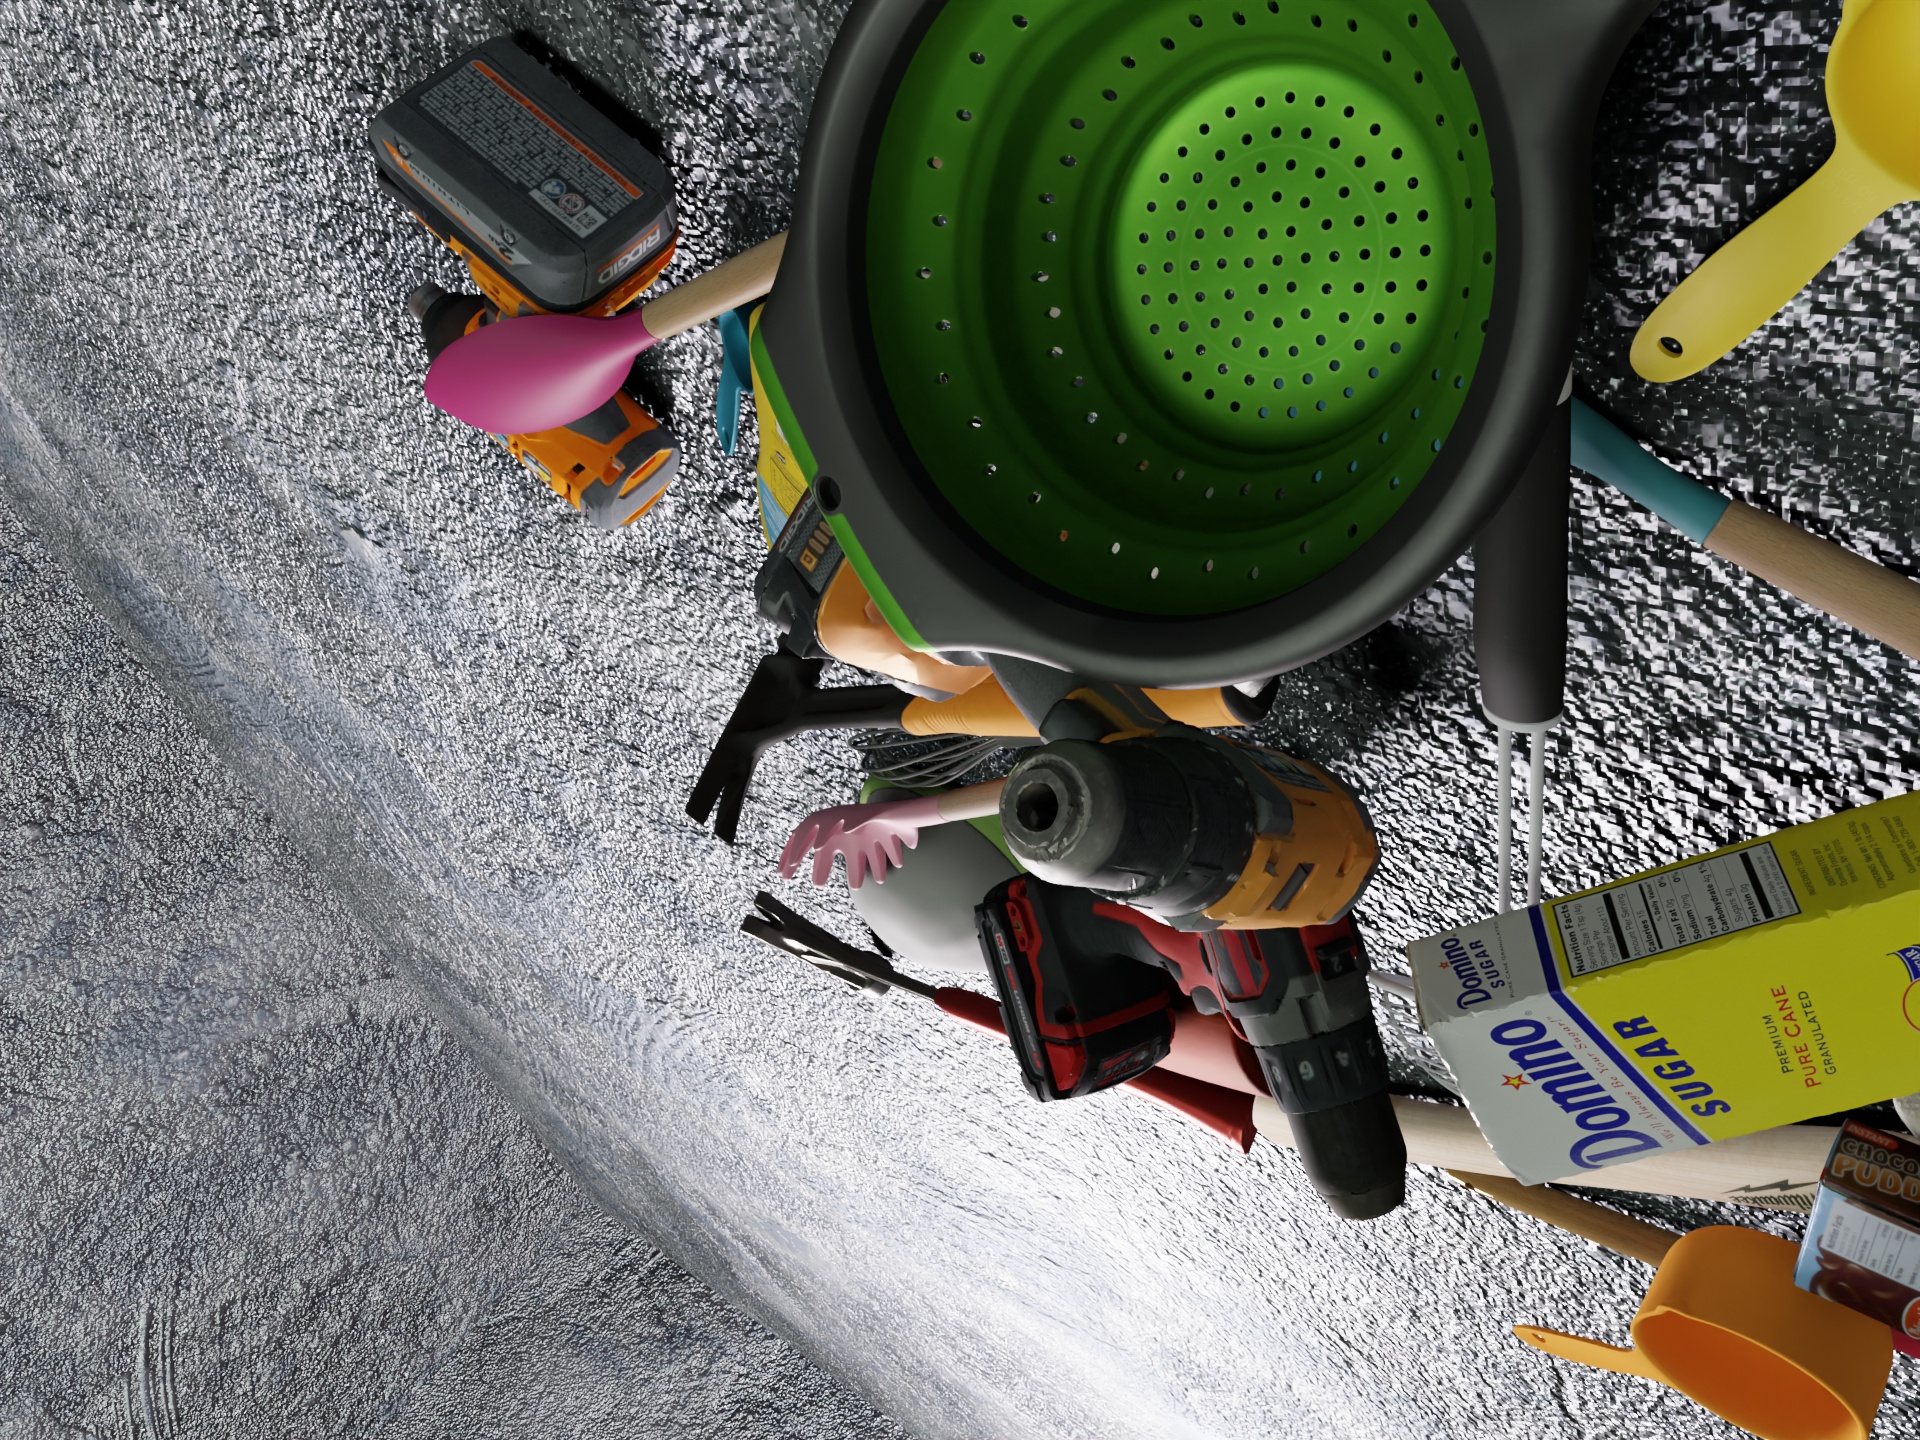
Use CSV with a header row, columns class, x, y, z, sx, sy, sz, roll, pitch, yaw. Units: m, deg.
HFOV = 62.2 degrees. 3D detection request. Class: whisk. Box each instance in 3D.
class,x,y,z,sx,sy,sz,roll,pitch,yaw
whisk,0.026,0.004,0.766,0.239,0.055,0.055,-7,125,50

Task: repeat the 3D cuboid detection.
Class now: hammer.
class,x,y,z,sx,sy,sz,roll,pitch,yaw
hammer,0.283,0.198,0.709,0.146,0.038,0.410,49,152,-14
hammer,0.026,0.188,0.997,0.359,0.037,0.149,14,164,38
hammer,-0.001,-0.002,0.732,0.337,0.127,0.034,-4,143,47

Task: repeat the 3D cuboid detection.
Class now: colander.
class,x,y,z,sx,sy,sz,roll,pitch,yaw
colander,0.119,-0.149,0.358,0.397,0.094,0.204,-30,86,38

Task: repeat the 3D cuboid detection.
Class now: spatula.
class,x,y,z,sx,sy,sz,roll,pitch,yaw
spatula,0.230,-0.035,0.442,0.318,0.044,0.082,32,155,18

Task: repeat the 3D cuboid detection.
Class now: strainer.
class,x,y,z,sx,sy,sz,roll,pitch,yaw
strainer,-0.003,0.084,0.887,0.151,0.069,0.256,41,154,4

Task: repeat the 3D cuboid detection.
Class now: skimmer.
class,x,y,z,sx,sy,sz,roll,pitch,yaw
skimmer,0.194,0.022,0.533,0.127,0.090,0.362,11,137,29

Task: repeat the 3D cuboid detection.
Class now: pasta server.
class,x,y,z,sx,sy,sz,roll,pitch,yaw
pasta server,0.010,0.046,0.781,0.060,0.040,0.316,16,160,-36

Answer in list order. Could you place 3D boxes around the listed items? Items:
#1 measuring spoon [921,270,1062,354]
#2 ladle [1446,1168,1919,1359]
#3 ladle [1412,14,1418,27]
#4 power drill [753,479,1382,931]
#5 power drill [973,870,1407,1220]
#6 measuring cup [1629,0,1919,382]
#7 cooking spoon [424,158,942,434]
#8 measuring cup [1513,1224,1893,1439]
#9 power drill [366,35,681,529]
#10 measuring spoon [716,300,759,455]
class,x,y,z,sx,sy,sz,roll,pitch,yaw
measuring spoon,0.013,-0.158,0.591,0.124,0.018,0.034,24,148,44
ladle,0.354,0.247,0.697,0.316,0.031,0.069,10,138,49
ladle,0.015,-0.281,0.369,0.320,0.062,0.078,47,154,-13
power drill,0.023,-0.011,0.550,0.226,0.084,0.185,42,-162,31
power drill,0.108,0.134,0.740,0.226,0.080,0.188,-27,80,60
measuring cup,0.208,-0.125,0.375,0.062,0.029,0.156,41,164,4
cooking spoon,-0.102,-0.164,0.619,0.319,0.017,0.068,-13,153,36
measuring cup,0.303,0.250,0.667,0.095,0.052,0.173,44,156,-8
power drill,-0.207,-0.201,0.748,0.164,0.084,0.226,40,156,7
measuring spoon,-0.098,-0.155,0.738,0.042,0.021,0.128,66,163,9
